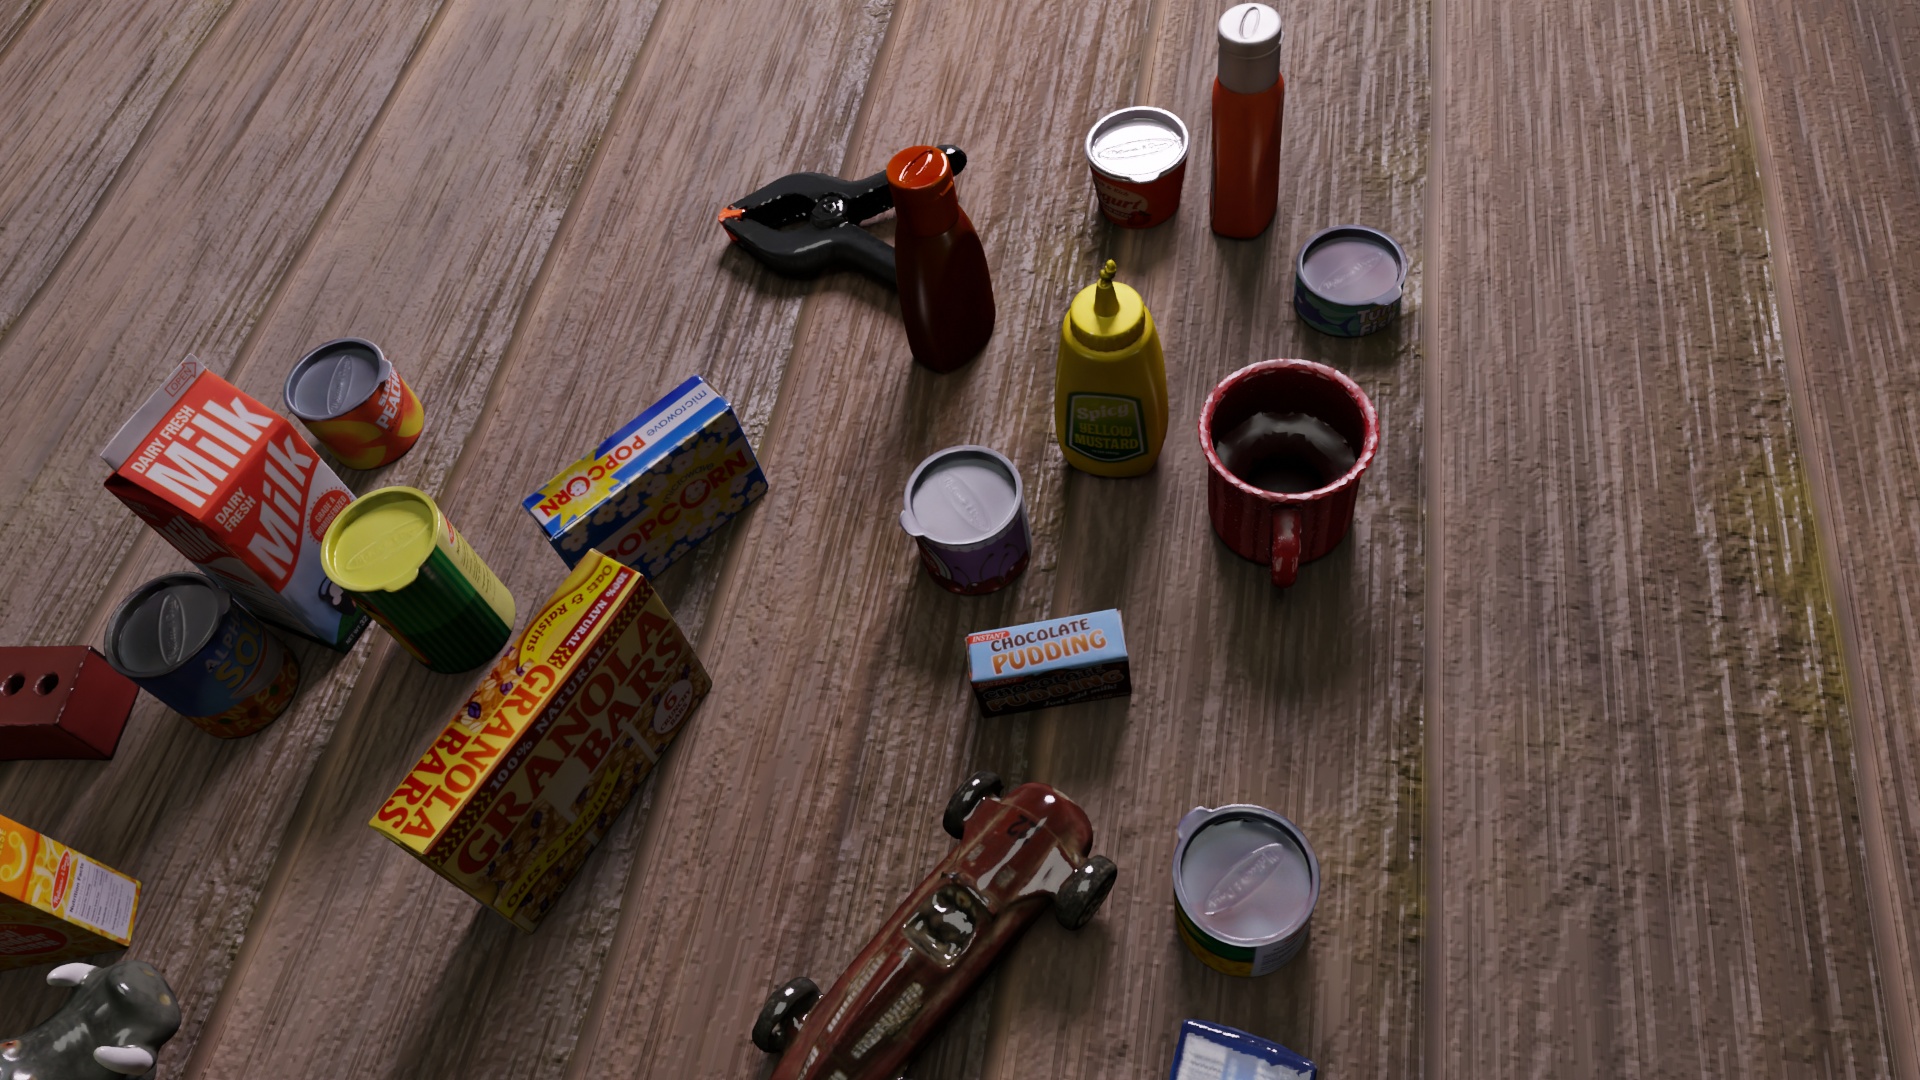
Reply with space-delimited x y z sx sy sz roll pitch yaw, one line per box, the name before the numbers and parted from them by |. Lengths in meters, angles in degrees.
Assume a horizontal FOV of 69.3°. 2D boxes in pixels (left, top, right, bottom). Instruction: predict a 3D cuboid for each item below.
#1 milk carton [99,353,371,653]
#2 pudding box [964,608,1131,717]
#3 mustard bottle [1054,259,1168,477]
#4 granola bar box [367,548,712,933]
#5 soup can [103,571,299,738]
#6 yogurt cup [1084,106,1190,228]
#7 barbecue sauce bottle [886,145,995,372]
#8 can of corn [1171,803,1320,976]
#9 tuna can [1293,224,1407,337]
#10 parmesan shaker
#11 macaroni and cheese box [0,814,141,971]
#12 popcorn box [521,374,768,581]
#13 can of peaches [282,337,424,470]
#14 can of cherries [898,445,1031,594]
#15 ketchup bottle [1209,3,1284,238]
milk carton | -0.397 -0.019 0.776 0.073 0.189 0.072 17 62 19
pudding box | 0.047 0.065 0.735 0.084 0.049 0.030 -10 57 3
mustard bottle | 0.081 -0.095 0.766 0.065 0.159 0.049 5 59 12
granola bar box | -0.203 0.104 0.707 0.039 0.123 0.166 24 65 22
soup can | -0.426 0.066 0.790 0.071 0.083 0.071 -4 58 7
yogurt cup | 0.117 -0.244 0.917 0.072 0.053 0.073 -4 58 7
barbecue sauce bottle | -0.013 -0.169 0.835 0.044 0.148 0.065 27 66 23
can of corn | 0.131 0.164 0.654 0.071 0.058 0.071 -4 58 7
tuna can | 0.241 -0.158 0.855 0.071 0.032 0.071 -4 58 7
parmesan shaker | -0.302 0.027 0.784 0.071 0.102 0.071 -4 58 7
macaroni and cheese box | -0.520 0.172 0.689 0.124 0.165 0.040 -11 57 2
popcorn box | -0.180 -0.027 0.809 0.127 0.085 0.038 -40 61 -16
can of peaches | -0.388 -0.088 0.897 0.071 0.057 0.071 -4 58 7
can of cherries | 0.003 -0.010 0.785 0.071 0.058 0.072 -4 58 7
ketchup bottle | 0.178 -0.260 0.861 0.043 0.148 0.065 10 61 15
